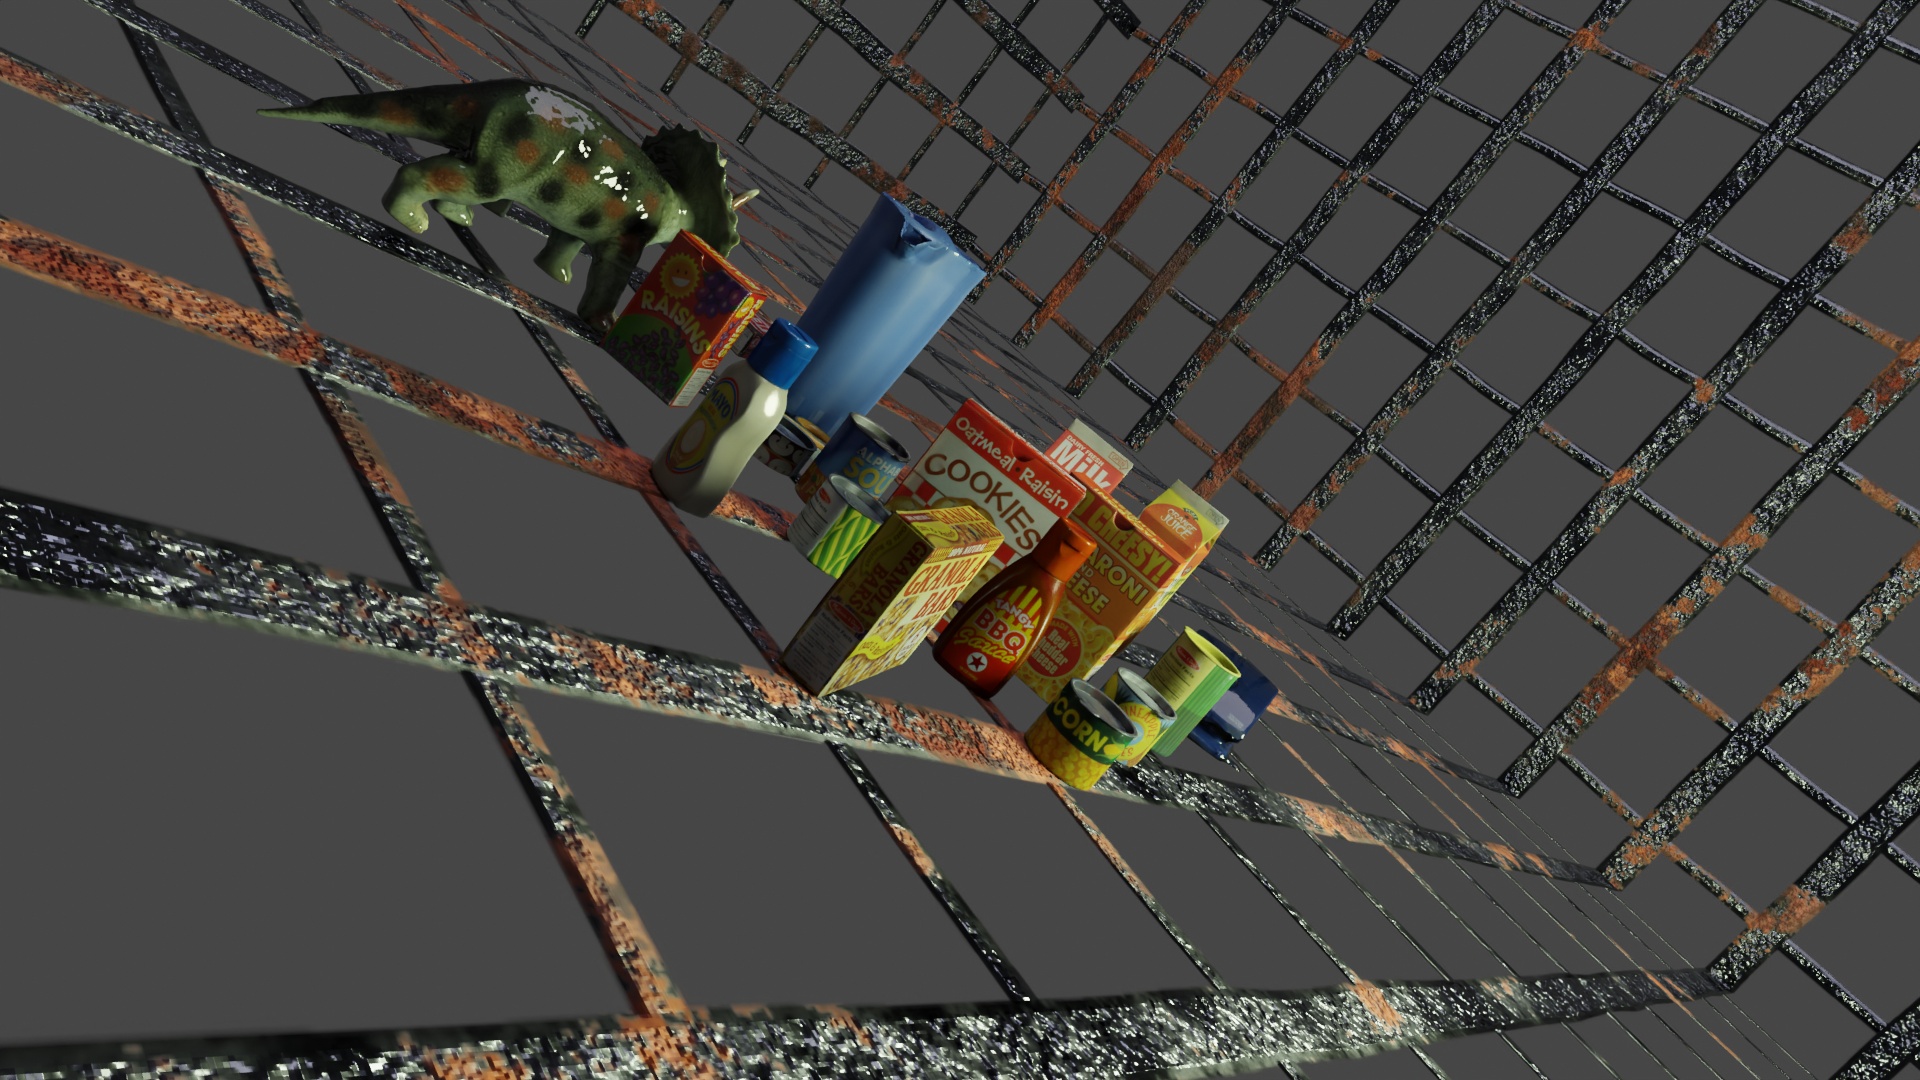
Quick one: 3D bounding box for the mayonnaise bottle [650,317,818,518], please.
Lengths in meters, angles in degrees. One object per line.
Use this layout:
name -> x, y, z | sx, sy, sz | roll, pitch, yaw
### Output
mayonnaise bottle -> -0.159, -0.089, 0.983 | 0.041, 0.148, 0.065 | 26, 17, -46

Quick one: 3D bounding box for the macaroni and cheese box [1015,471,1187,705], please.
macaroni and cheese box -> 0.093, 0.043, 1.186 | 0.124, 0.166, 0.040 | 42, 12, 14

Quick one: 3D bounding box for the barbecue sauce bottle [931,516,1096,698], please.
barbecue sauce bottle -> 0.045, 0.049, 1.071 | 0.065, 0.148, 0.044 | 38, 12, -5

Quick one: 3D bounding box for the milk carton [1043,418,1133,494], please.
milk carton -> 0.075, -0.020, 1.304 | 0.072, 0.190, 0.073 | 40, 12, 4

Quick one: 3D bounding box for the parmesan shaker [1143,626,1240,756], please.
parmesan shaker -> 0.200, 0.140, 1.293 | 0.071, 0.103, 0.071 | 37, 12, -9

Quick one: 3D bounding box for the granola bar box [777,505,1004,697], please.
granola bar box -> -0.042, 0.036, 0.926 | 0.039, 0.124, 0.166 | 41, 12, 11

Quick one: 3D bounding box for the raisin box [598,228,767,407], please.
raisin box -> -0.234, -0.186, 1.171 | 0.086, 0.123, 0.040 | 41, 12, 11

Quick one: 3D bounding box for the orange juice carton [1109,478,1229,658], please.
orange juice carton -> 0.193, 0.030, 1.456 | 0.072, 0.192, 0.073 | 42, 12, 16

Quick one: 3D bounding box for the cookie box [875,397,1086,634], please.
cookie box -> 0.004, -0.014, 1.134 | 0.123, 0.167, 0.040 | 38, 12, -2

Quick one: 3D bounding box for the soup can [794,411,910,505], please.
soup can -> -0.093, -0.058, 1.209 | 0.071, 0.083, 0.071 | 37, 12, -9

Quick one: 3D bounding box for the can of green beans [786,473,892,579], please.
can of green beans -> -0.094, -0.010, 1.094 | 0.071, 0.057, 0.071 | 37, 12, -9

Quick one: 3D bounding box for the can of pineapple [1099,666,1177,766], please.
can of pineapple -> 0.143, 0.152, 1.191 | 0.071, 0.057, 0.071 | 37, 12, -9

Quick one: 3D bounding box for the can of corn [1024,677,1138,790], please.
can of corn -> 0.091, 0.148, 1.058 | 0.071, 0.058, 0.071 | 37, 12, -9

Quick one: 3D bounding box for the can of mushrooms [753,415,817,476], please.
can of mushrooms -> -0.165, -0.090, 1.234 | 0.071, 0.033, 0.071 | 37, 12, -9
